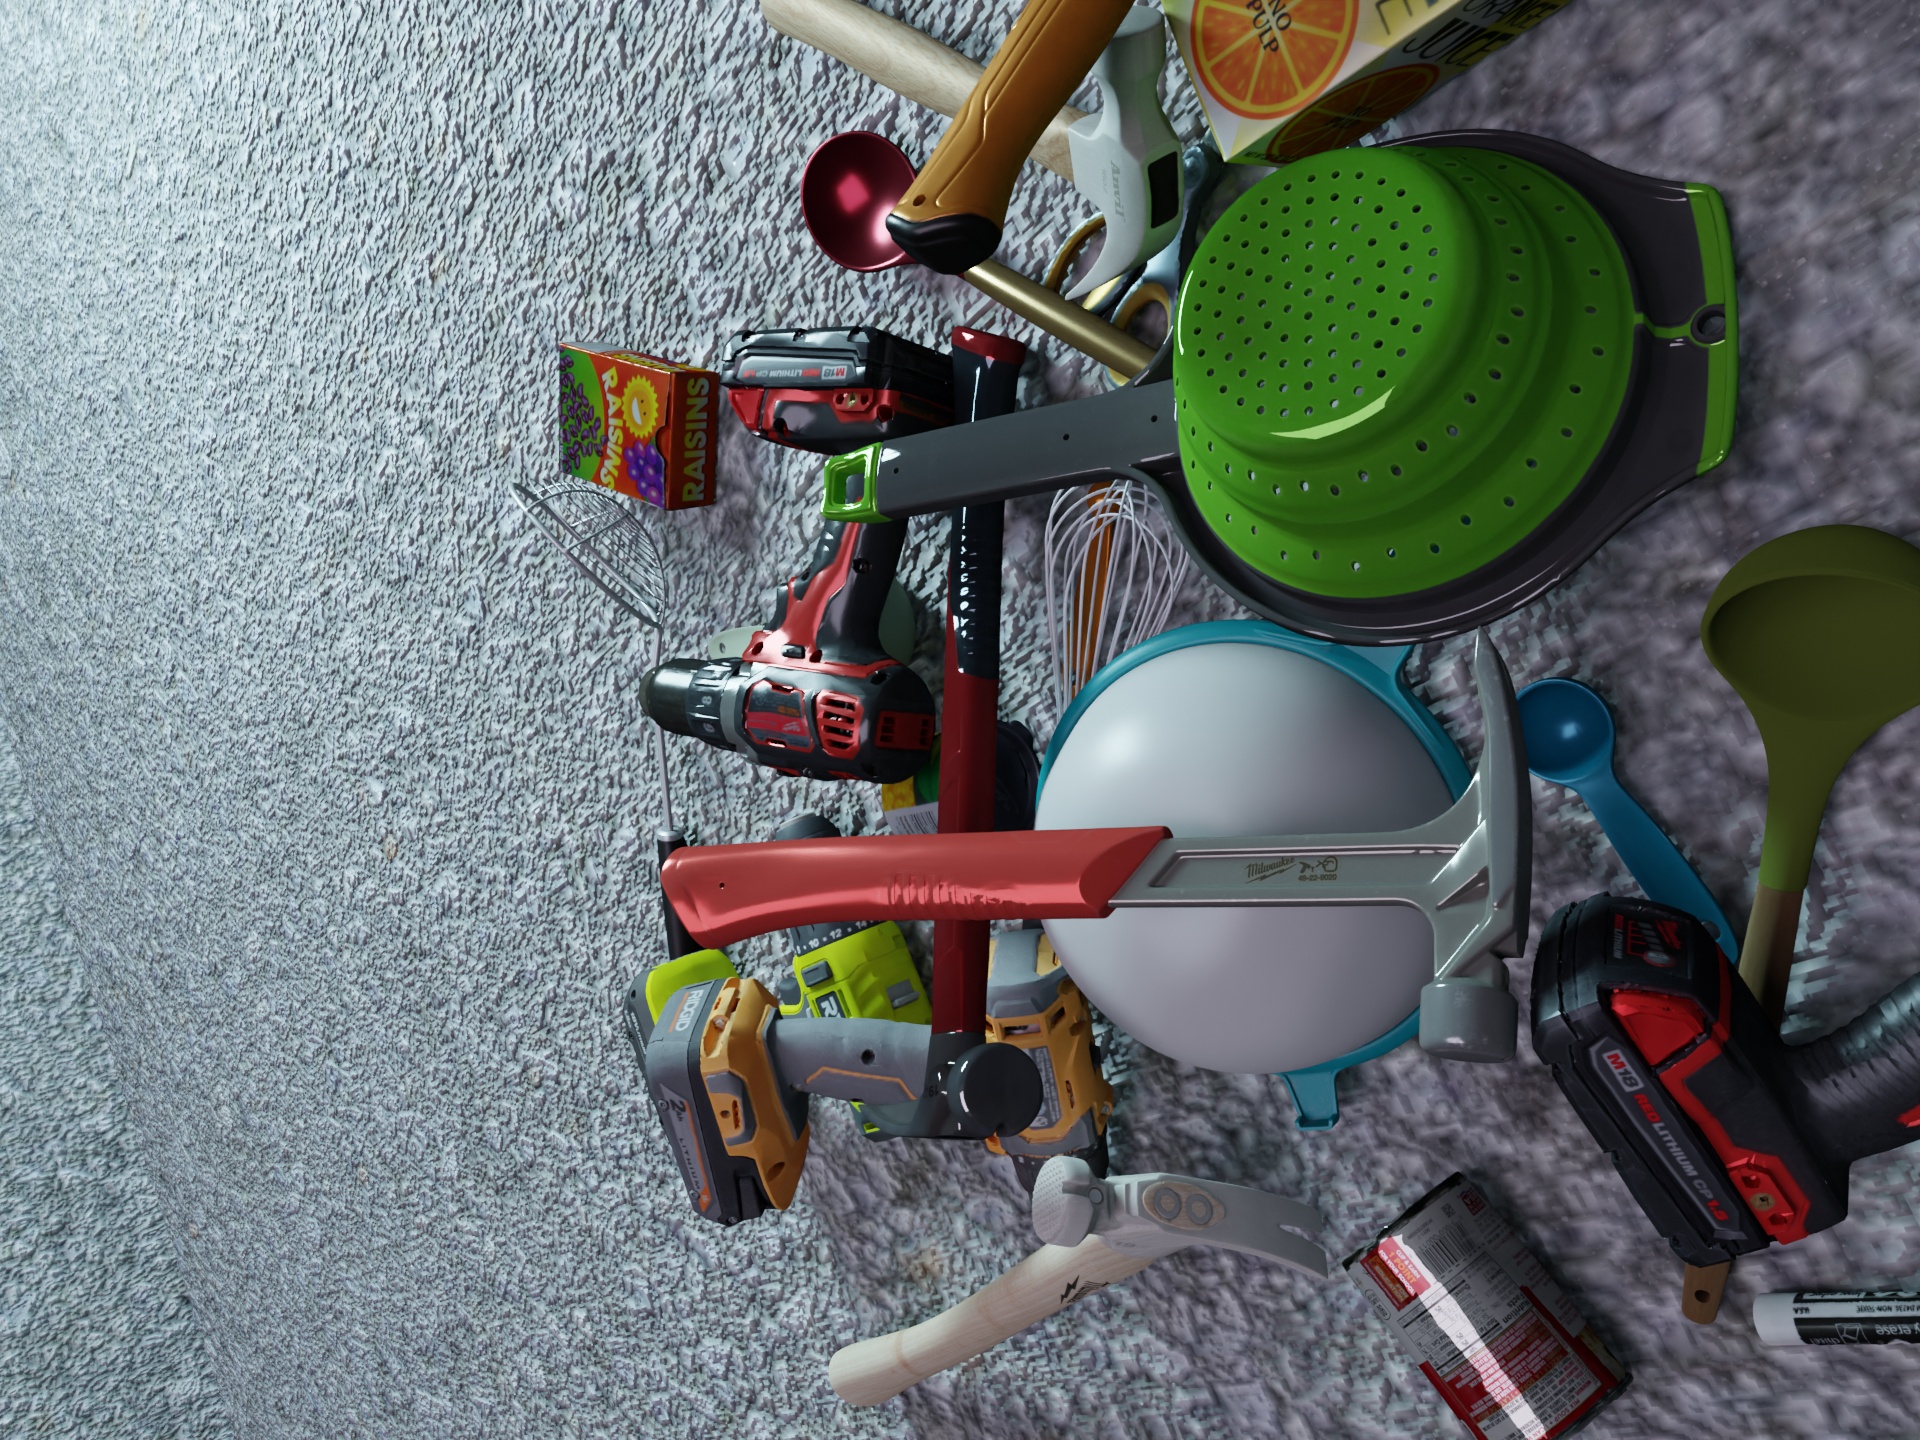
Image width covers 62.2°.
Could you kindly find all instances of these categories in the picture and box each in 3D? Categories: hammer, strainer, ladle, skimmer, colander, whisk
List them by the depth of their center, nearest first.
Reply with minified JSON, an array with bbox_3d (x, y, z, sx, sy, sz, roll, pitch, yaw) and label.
[{"bbox_3d":[0.286,0.087,0.565,0.078,0.062,0.320,11,111,27],"label":"ladle"},{"bbox_3d":[0.072,-0.313,0.578,0.127,0.034,0.337,35,93,36],"label":"hammer"},{"bbox_3d":[0.078,-0.130,0.619,0.397,0.094,0.204,-5,76,35],"label":"colander"},{"bbox_3d":[0.035,0.051,0.625,0.359,0.036,0.149,-4,68,29],"label":"hammer"},{"bbox_3d":[0.134,0.018,0.646,0.211,0.095,0.340,35,120,17],"label":"strainer"},{"bbox_3d":[-0.007,-0.296,0.741,0.332,0.031,0.129,45,158,42],"label":"hammer"},{"bbox_3d":[-0.001,-0.002,0.748,0.143,0.038,0.386,145,130,-64],"label":"hammer"},{"bbox_3d":[0.023,-0.208,0.758,0.316,0.031,0.069,41,122,37],"label":"ladle"},{"bbox_3d":[0.059,0.009,0.781,0.070,0.070,0.284,31,125,37],"label":"whisk"},{"bbox_3d":[0.031,0.325,0.871,0.410,0.146,0.038,128,151,-50],"label":"hammer"},{"bbox_3d":[-0.228,0.020,1.048,0.127,0.090,0.363,-134,39,-71],"label":"skimmer"}]

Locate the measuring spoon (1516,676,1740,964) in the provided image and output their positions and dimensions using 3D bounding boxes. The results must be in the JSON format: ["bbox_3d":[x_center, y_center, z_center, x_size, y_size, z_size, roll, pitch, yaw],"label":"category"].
[{"bbox_3d":[0.259,0.037,0.612,0.042,0.021,0.129,-41,80,40],"label":"measuring spoon"}]

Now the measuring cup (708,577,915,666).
[{"bbox_3d":[-0.088,-0.050,0.926,0.168,0.038,0.083,-4,97,48],"label":"measuring cup"}]

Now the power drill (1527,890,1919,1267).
[{"bbox_3d":[0.299,0.075,0.491,0.219,0.078,0.143,-31,98,32],"label":"power drill"}]

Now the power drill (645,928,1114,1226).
[{"bbox_3d":[-0.032,0.209,0.837,0.226,0.084,0.185,-9,113,11],"label":"power drill"}]

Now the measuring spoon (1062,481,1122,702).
[{"bbox_3d":[0.062,-0.061,0.786,0.021,0.011,0.116,26,118,39],"label":"measuring spoon"}]

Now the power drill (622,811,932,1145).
[{"bbox_3d":[-0.112,0.174,0.981,0.228,0.080,0.190,-29,80,43],"label":"power drill"}]

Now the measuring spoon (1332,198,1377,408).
[{"bbox_3d":[0.159,-0.165,0.654,0.034,0.018,0.124,7,105,45],"label":"measuring spoon"}]

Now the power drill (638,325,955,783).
[{"bbox_3d":[-0.089,-0.085,0.838,0.188,0.080,0.227,8,92,37],"label":"power drill"}]
